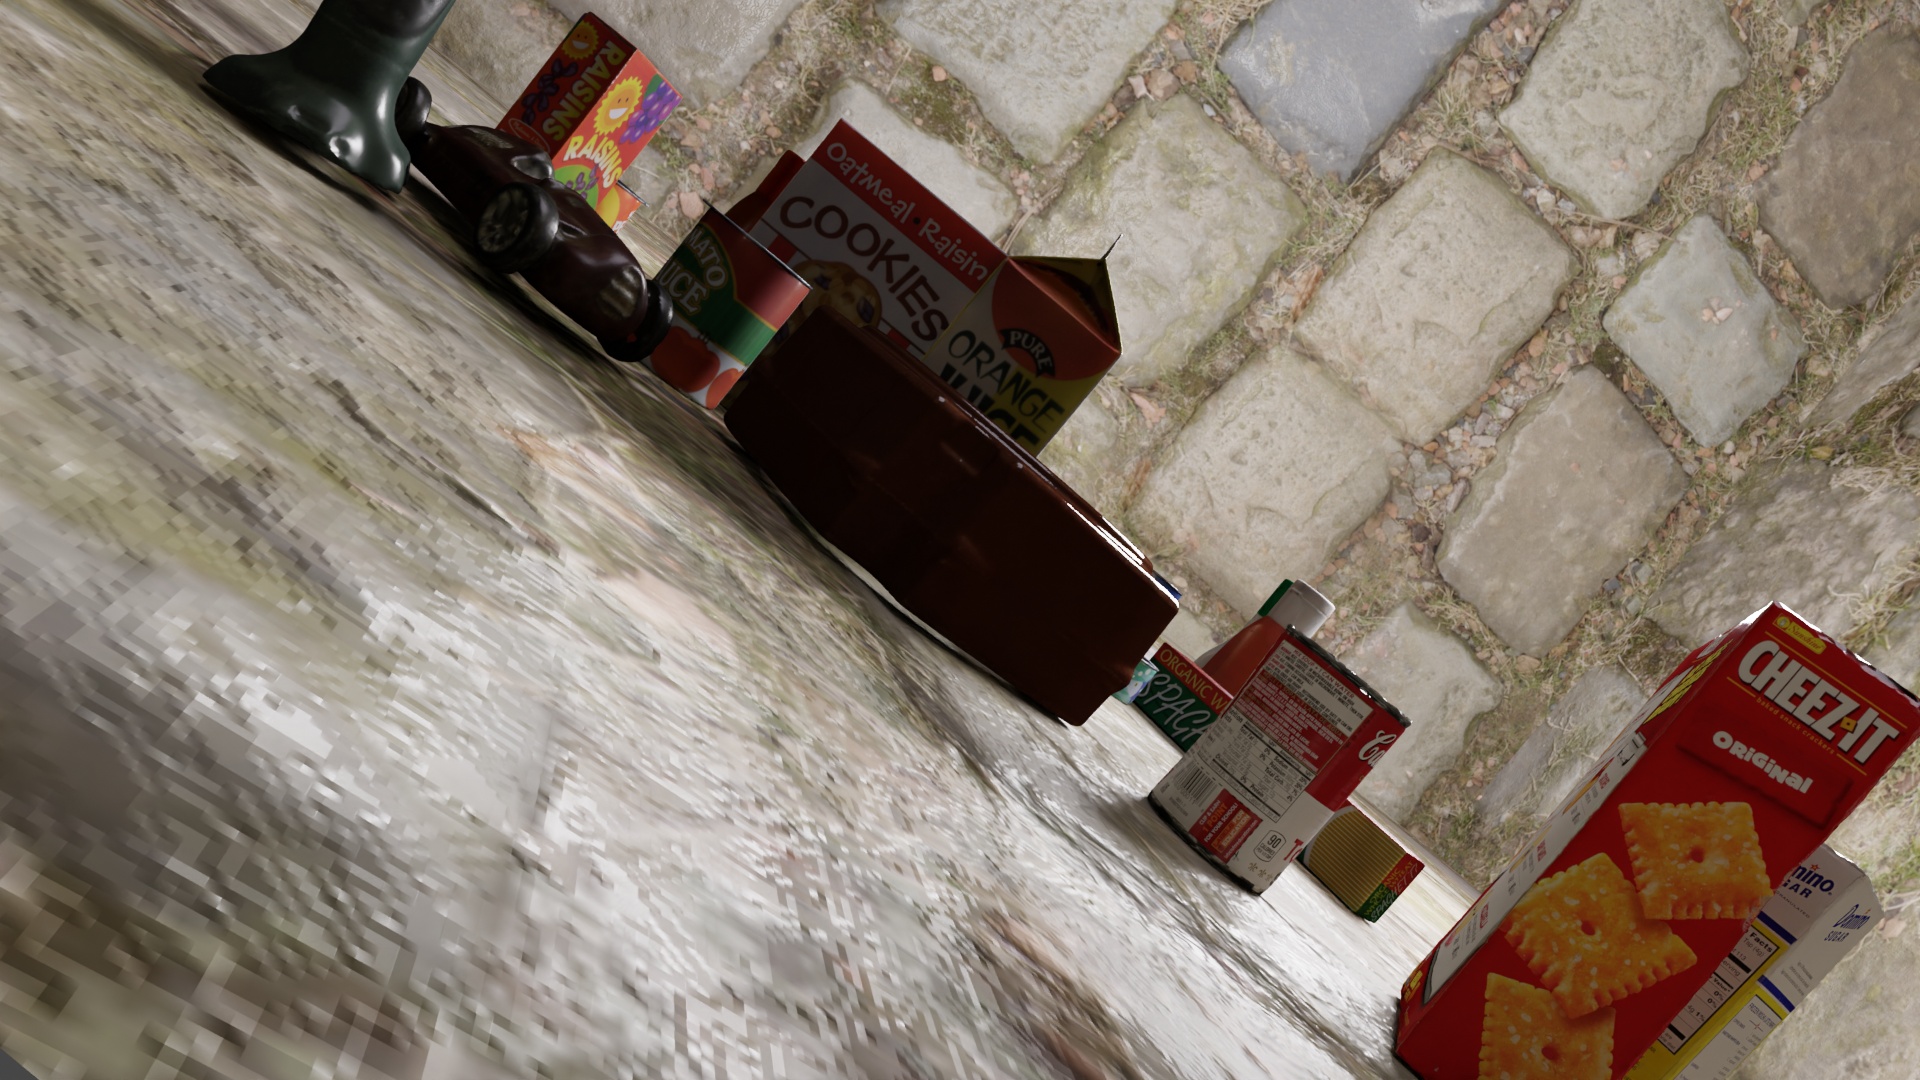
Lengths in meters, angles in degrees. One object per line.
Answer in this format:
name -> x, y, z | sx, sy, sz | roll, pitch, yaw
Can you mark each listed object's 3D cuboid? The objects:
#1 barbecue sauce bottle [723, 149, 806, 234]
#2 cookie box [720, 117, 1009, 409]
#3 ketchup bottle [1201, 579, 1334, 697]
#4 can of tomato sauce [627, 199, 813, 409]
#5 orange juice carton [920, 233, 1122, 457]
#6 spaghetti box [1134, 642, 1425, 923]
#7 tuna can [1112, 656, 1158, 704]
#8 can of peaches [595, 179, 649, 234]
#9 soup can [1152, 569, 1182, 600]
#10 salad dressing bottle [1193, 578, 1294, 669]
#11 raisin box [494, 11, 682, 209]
barbecue sauce bottle -> -0.153, -0.205, 0.977 | 0.044, 0.148, 0.065 | 41, 3, 17
cookie box -> -0.070, -0.133, 0.786 | 0.123, 0.167, 0.040 | 39, 3, -2
ketchup bottle -> 0.224, 0.097, 1.061 | 0.043, 0.148, 0.065 | 37, 4, -34
can of tomato sauce -> -0.129, -0.120, 0.713 | 0.071, 0.083, 0.071 | 39, 3, -3
orange juice carton -> 0.014, -0.070, 0.676 | 0.073, 0.192, 0.072 | 39, 3, -1
spaghetti box -> 0.198, 0.151, 0.921 | 0.028, 0.050, 0.251 | 37, 5, -41
tuna can -> 0.101, 0.080, 0.952 | 0.071, 0.033, 0.071 | 39, 4, -3
can of peaches -> -0.246, -0.216, 0.893 | 0.071, 0.058, 0.071 | 39, 4, -3
soup can -> 0.115, 0.052, 1.037 | 0.071, 0.083, 0.071 | 39, 3, -3
salad dressing bottle -> 0.233, 0.099, 1.136 | 0.064, 0.147, 0.044 | 41, 4, 23
raisin box -> -0.222, -0.229, 0.793 | 0.040, 0.123, 0.086 | 40, 3, 5
